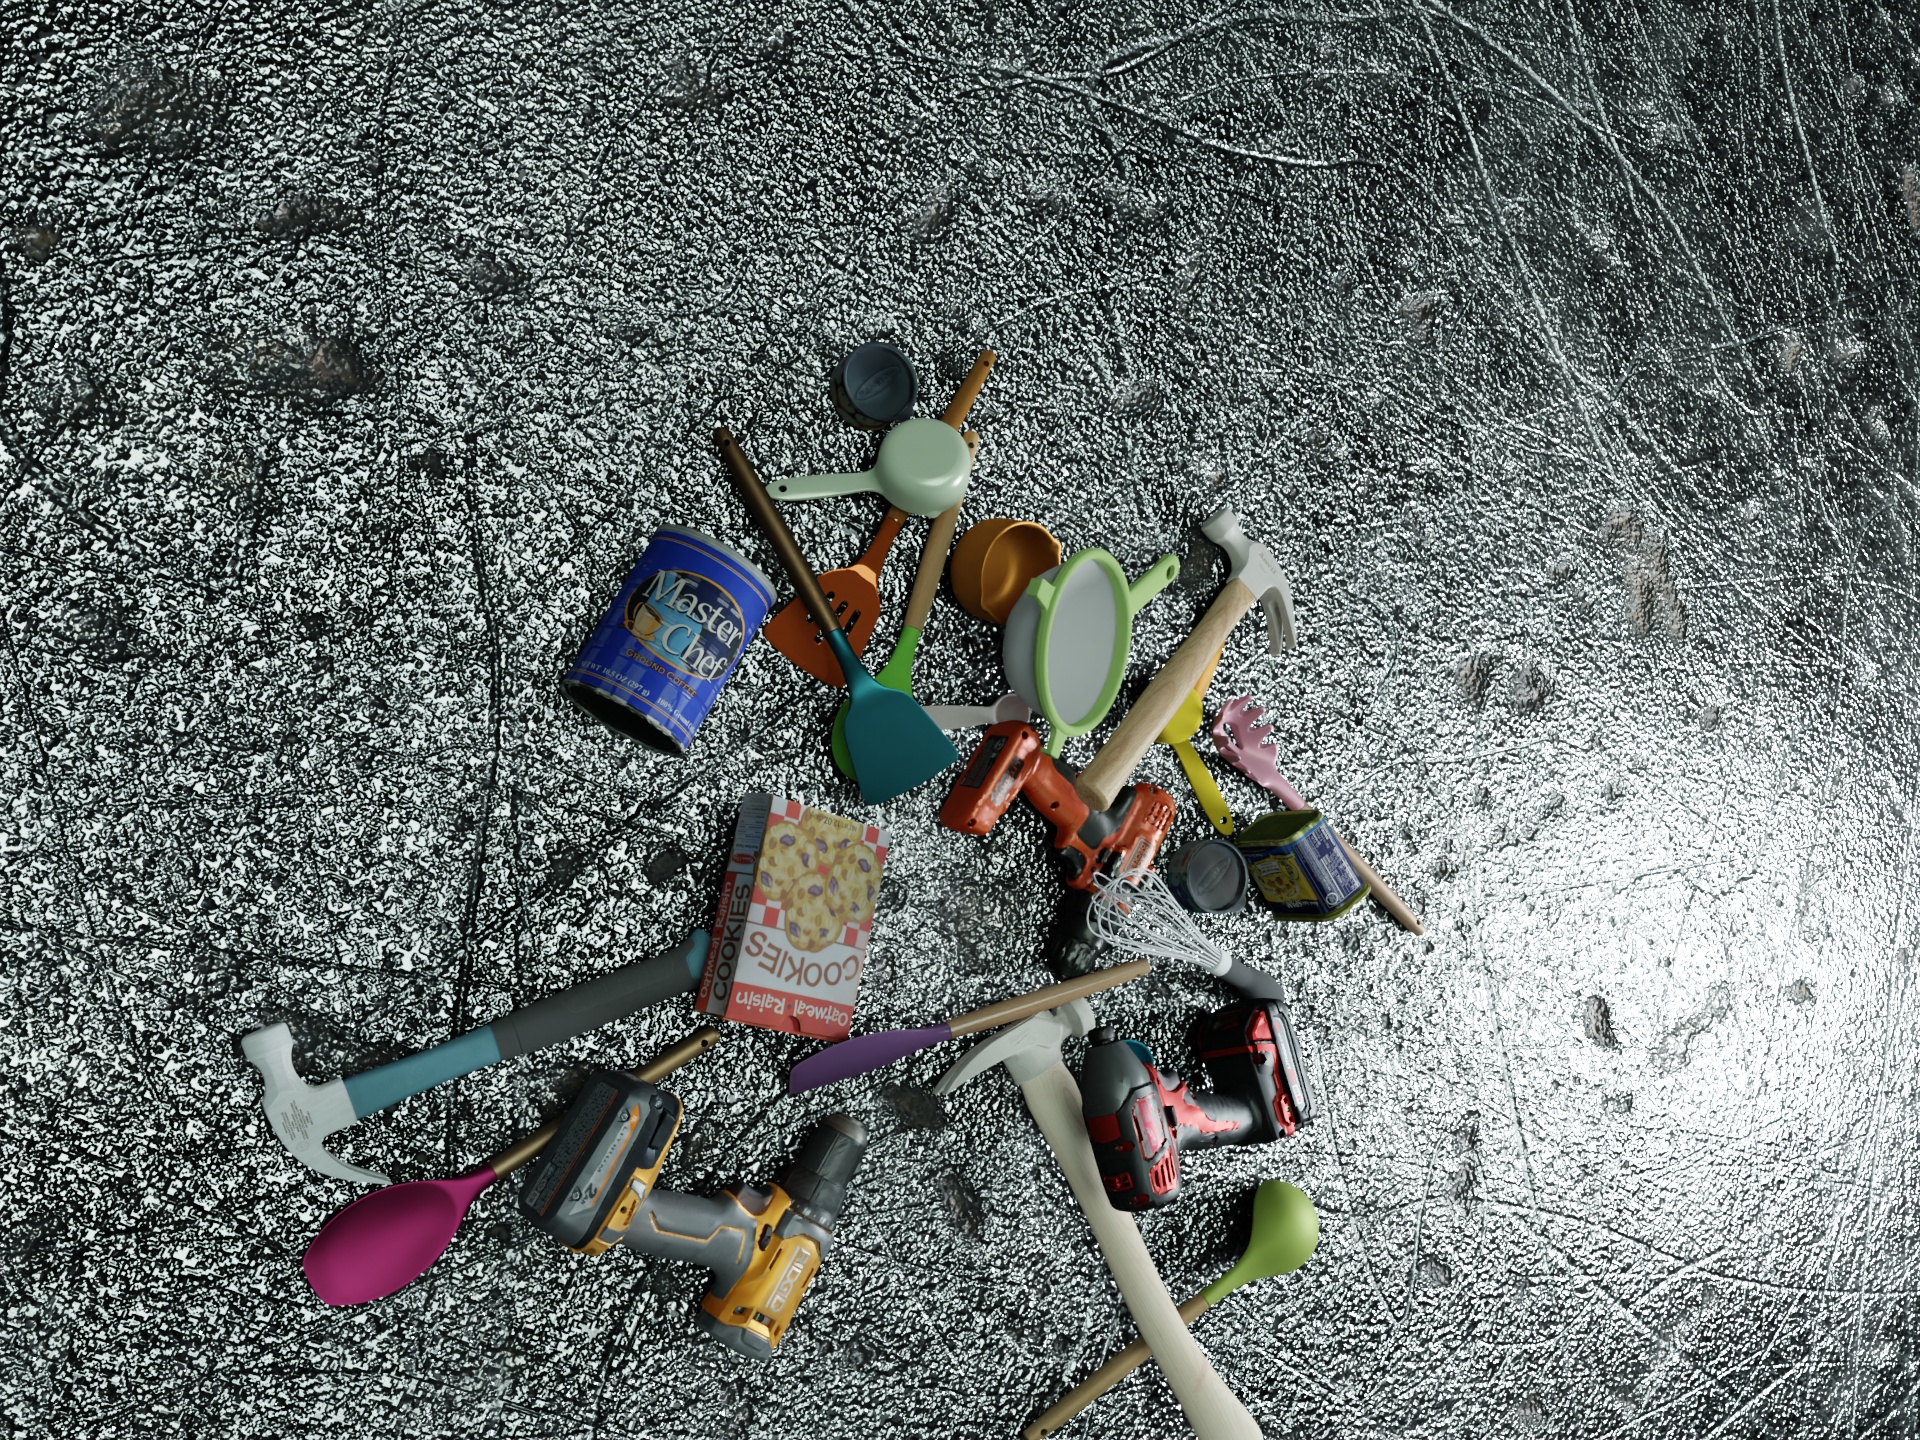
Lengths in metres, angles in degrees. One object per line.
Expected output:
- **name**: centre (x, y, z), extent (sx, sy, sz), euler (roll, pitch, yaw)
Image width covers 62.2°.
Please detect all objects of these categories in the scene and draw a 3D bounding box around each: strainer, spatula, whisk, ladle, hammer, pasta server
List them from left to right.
- **hammer**: centre (-0.317, 0.222, 1.127), extent (0.331, 0.033, 0.128), euler (-19, 93, -26)
- **spatula**: centre (-0.112, -0.088, 1.237), extent (0.082, 0.044, 0.317), euler (-29, 84, 1)
- **spatula**: centre (-0.049, -0.178, 1.303), extent (0.081, 0.041, 0.323), euler (35, 67, -18)
- **spatula**: centre (0.013, 0.238, 1.266), extent (0.316, 0.059, 0.018), euler (-13, 51, -22)
- **strainer**: centre (0.102, -0.088, 1.314), extent (0.256, 0.069, 0.151), euler (-40, 131, -49)
- **hammer**: centre (0.126, 0.436, 1.292), extent (0.146, 0.038, 0.410), euler (-26, 88, -24)
- **ladle**: centre (0.179, 0.502, 1.347), extent (0.320, 0.062, 0.078), euler (-31, 104, -18)
- **hammer**: centre (0.192, -0.041, 1.361), extent (0.130, 0.031, 0.331), euler (47, 55, -11)
- **whisk**: centre (0.197, 0.191, 1.338), extent (0.284, 0.070, 0.070), euler (34, 70, -41)
- **pasta server**: centre (0.332, 0.095, 1.455), extent (0.316, 0.040, 0.060), euler (44, 58, -17)

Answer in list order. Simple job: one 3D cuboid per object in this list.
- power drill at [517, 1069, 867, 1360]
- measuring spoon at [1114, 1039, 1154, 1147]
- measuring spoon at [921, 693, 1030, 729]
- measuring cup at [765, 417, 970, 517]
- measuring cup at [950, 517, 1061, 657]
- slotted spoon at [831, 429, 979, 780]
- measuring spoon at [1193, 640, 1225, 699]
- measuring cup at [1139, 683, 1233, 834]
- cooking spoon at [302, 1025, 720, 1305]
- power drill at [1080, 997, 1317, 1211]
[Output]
- **power drill**: centre (-0.179, 0.335, 1.151), extent (0.226, 0.084, 0.185), euler (41, 69, -28)
- **measuring spoon**: centre (0.132, 0.333, 1.348), extent (0.042, 0.021, 0.128), euler (15, 88, 0)
- **measuring spoon**: centre (-0.002, -0.004, 1.316), extent (0.124, 0.018, 0.034), euler (-3, 98, -20)
- **measuring cup**: centre (-0.072, -0.200, 1.264), extent (0.167, 0.038, 0.083), euler (-9, 69, -13)
- **measuring cup**: centre (0.047, -0.091, 1.332), extent (0.095, 0.052, 0.173), euler (-40, 127, -26)
- **slotted spoon**: centre (-0.034, -0.098, 1.297), extent (0.070, 0.031, 0.314), euler (23, 73, -20)
- **measuring spoon**: centre (0.221, -0.056, 1.432), extent (0.021, 0.011, 0.117), euler (30, 77, -21)
- **measuring cup**: centre (0.209, 0.035, 1.402), extent (0.062, 0.029, 0.156), euler (-32, 101, -18)
- **cooking spoon**: centre (-0.309, 0.306, 1.131), extent (0.319, 0.017, 0.068), euler (-30, 100, -25)
- **power drill**: centre (0.187, 0.302, 1.305), extent (0.219, 0.078, 0.143), euler (-9, 79, -42)
